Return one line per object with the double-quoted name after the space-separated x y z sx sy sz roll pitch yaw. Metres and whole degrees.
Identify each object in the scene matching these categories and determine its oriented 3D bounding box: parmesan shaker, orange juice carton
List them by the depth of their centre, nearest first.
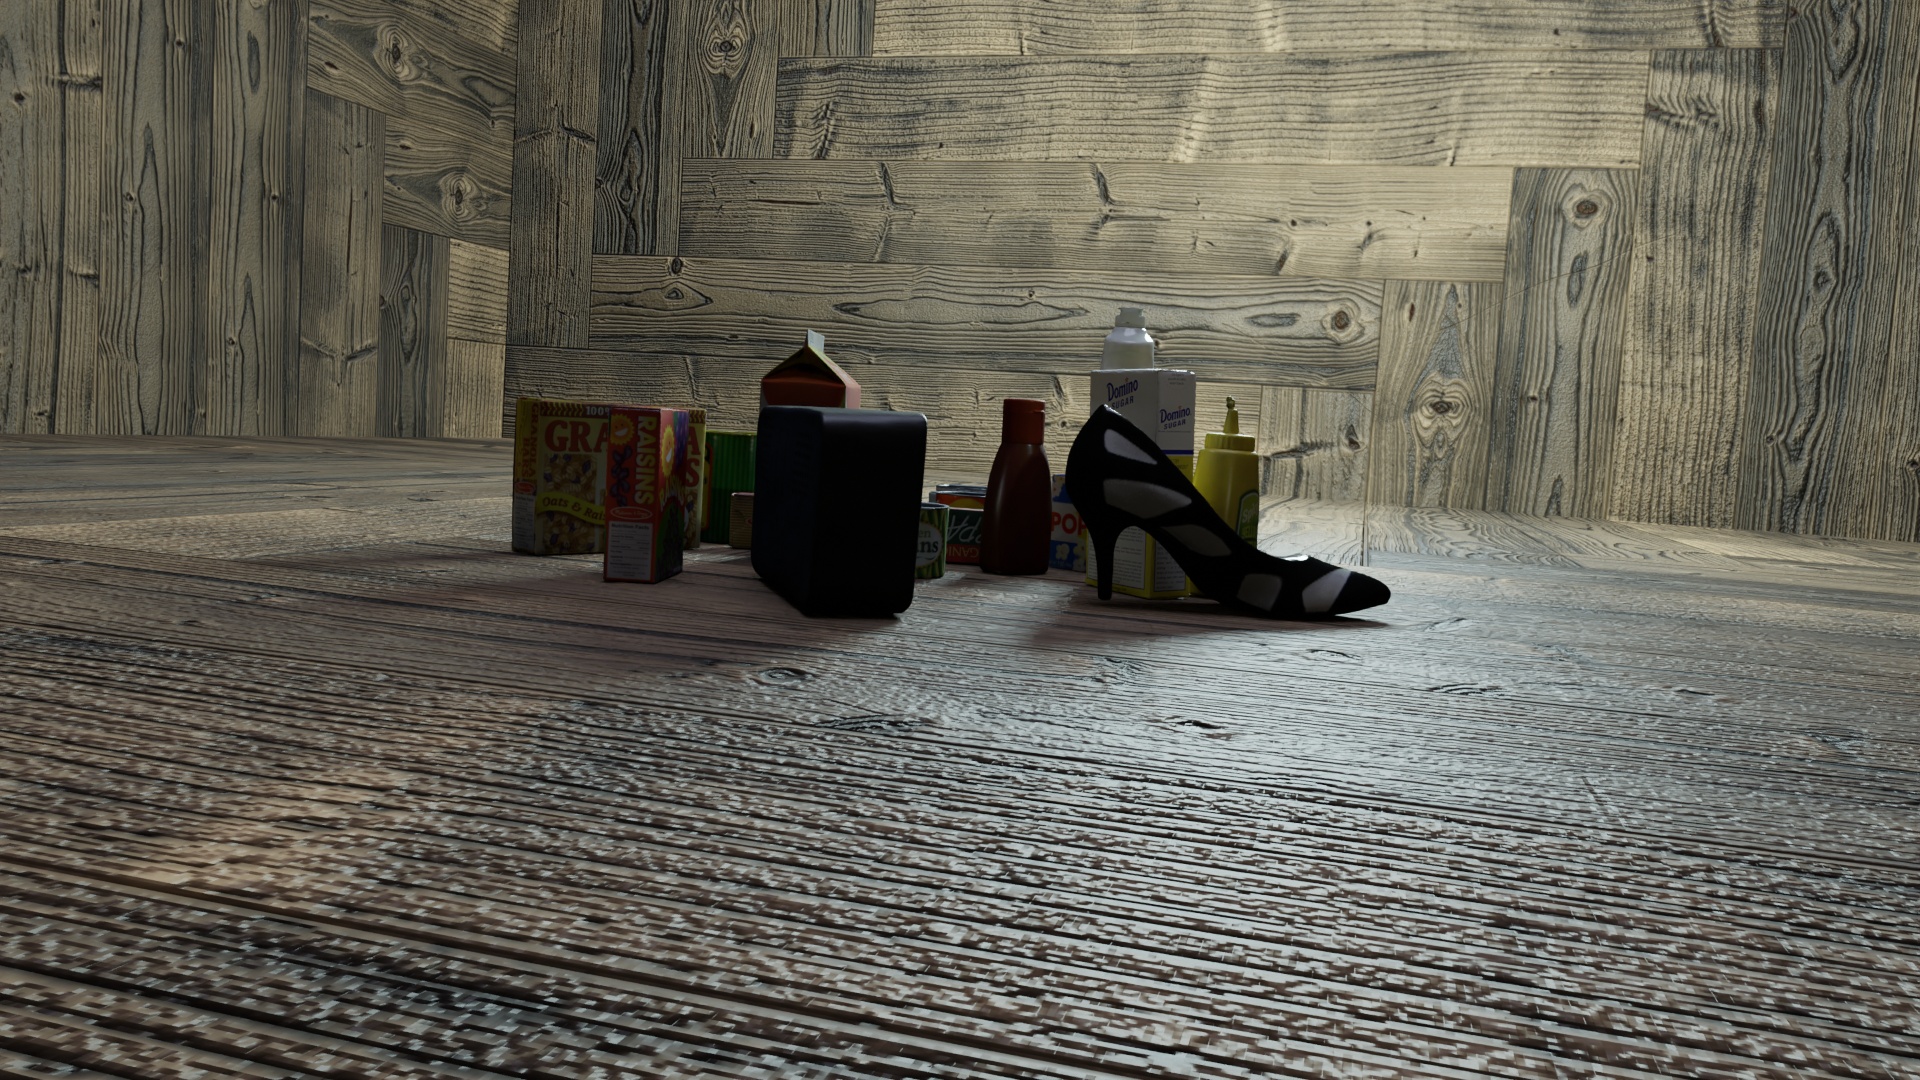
-0.126 -0.077 1.155 0.073 0.192 0.072 4 4 6 "orange juice carton"
-0.217 -0.050 1.298 0.071 0.103 0.071 4 5 0 "parmesan shaker"

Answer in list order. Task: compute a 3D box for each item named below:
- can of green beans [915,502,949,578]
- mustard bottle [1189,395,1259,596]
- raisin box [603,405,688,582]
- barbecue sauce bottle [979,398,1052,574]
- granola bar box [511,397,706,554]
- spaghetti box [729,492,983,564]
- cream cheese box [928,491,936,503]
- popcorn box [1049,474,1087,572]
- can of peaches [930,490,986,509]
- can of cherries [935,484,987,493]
-0.044 -0.002 1.126 0.071 0.057 0.071 4 5 0 "can of green beans"
0.210 -0.035 1.103 0.049 0.160 0.065 6 5 33 "mustard bottle"
-0.226 -0.035 1.003 0.040 0.123 0.086 4 5 3 "raisin box"
0.050 -0.046 1.184 0.065 0.148 0.043 0 6 -41 "barbecue sauce bottle"
-0.291 -0.053 1.157 0.039 0.124 0.166 7 6 39 "granola bar box"
-0.080 -0.010 1.240 0.250 0.050 0.029 4 4 4 "spaghetti box"
0.012 -0.019 1.389 0.104 0.053 0.024 7 6 38 "cream cheese box"
0.135 -0.012 1.220 0.038 0.085 0.126 -1 6 -44 "popcorn box"
0.005 -0.017 1.335 0.071 0.058 0.071 4 5 0 "can of peaches"
0.007 -0.028 1.463 0.071 0.058 0.071 4 5 0 "can of cherries"
